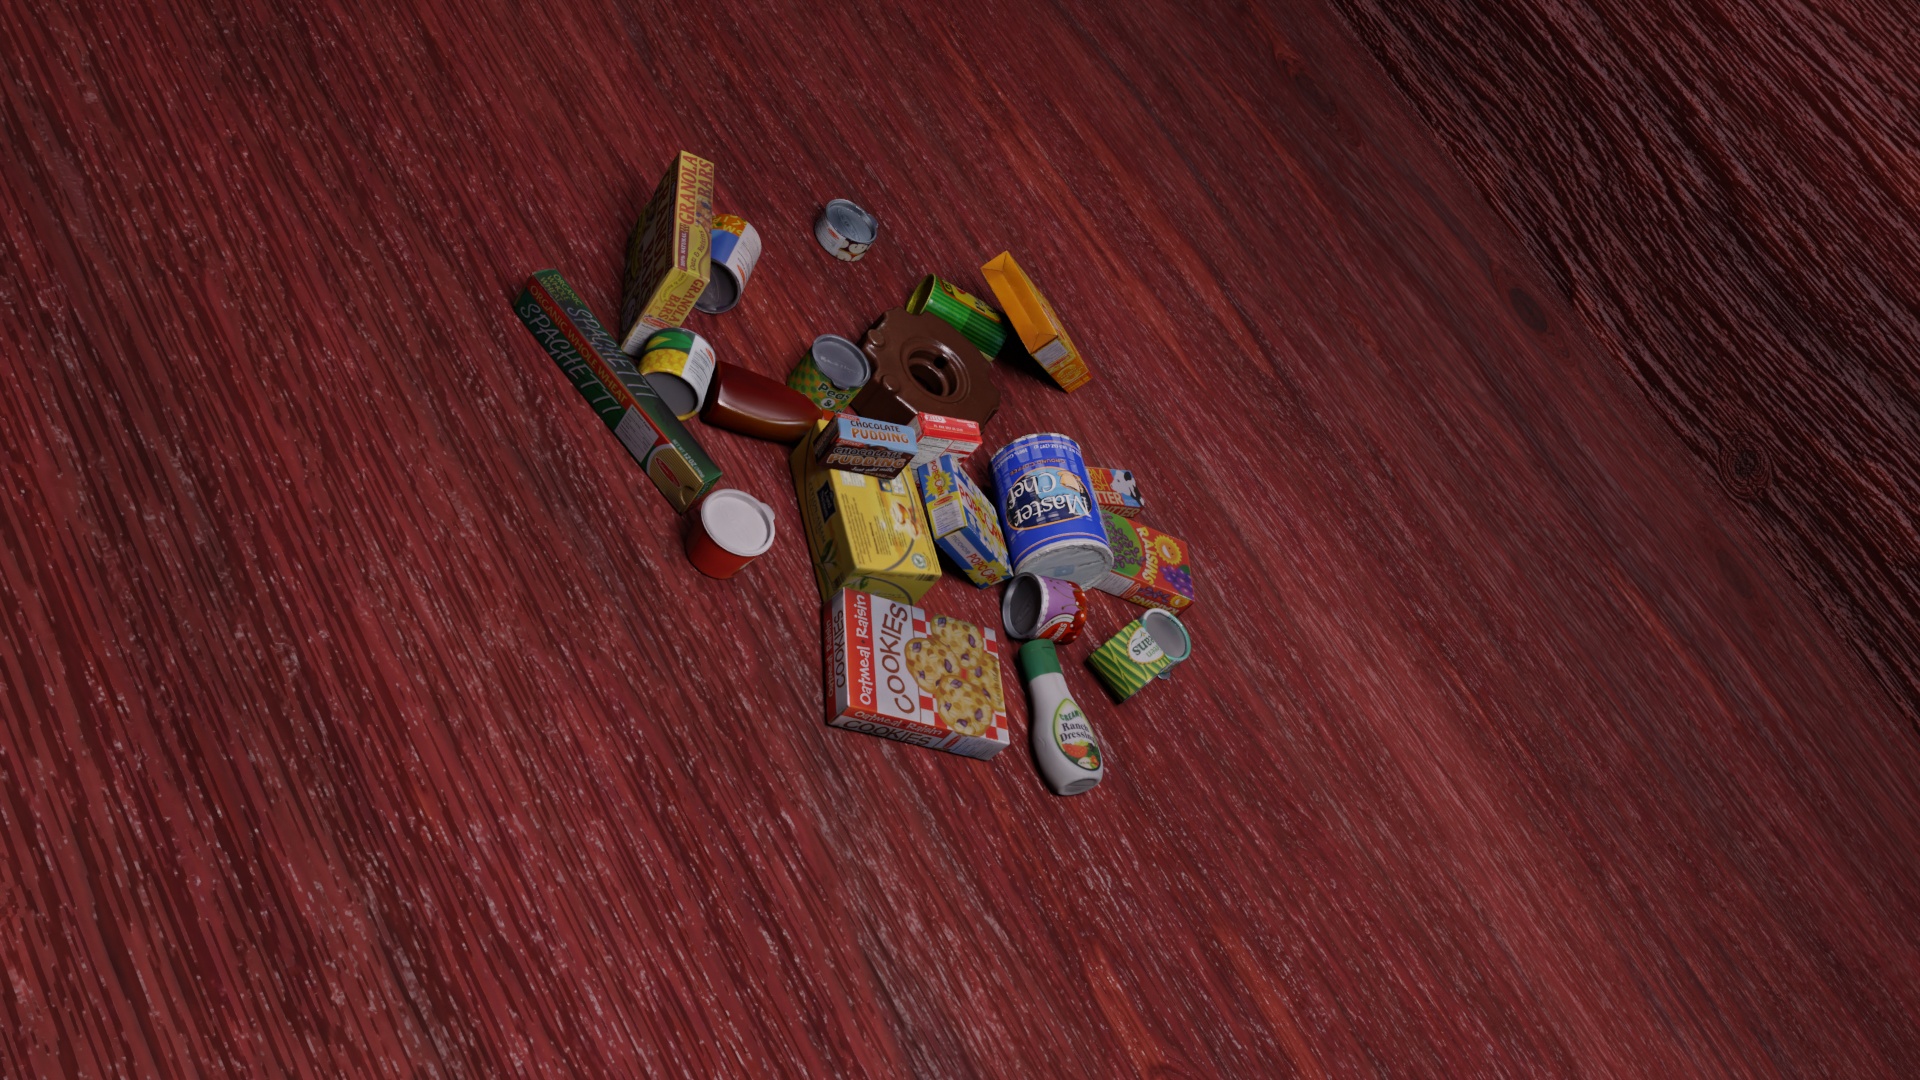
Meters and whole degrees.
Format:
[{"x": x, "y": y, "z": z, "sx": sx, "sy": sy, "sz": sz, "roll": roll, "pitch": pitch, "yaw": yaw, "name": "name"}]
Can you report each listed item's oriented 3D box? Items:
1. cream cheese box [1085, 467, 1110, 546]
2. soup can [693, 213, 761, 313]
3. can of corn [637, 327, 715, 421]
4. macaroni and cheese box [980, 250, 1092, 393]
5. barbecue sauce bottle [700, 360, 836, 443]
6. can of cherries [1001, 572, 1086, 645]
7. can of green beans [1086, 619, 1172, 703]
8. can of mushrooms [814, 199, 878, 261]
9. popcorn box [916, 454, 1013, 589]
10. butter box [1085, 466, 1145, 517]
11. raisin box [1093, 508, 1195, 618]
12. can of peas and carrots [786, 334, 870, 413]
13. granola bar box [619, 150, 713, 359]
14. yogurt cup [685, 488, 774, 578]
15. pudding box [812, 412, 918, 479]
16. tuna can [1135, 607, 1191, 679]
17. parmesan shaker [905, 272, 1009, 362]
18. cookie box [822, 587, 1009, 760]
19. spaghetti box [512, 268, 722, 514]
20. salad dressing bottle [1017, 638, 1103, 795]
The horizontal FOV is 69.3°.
[{"x": 0.125, "y": -0.025, "z": 1.494, "sx": 0.024, "sy": 0.053, "sz": 0.104, "roll": 14, "pitch": 49, "yaw": -35, "name": "cream cheese box"}, {"x": -0.245, "y": -0.279, "z": 1.394, "sx": 0.071, "sy": 0.071, "sz": 0.084, "roll": 30, "pitch": 42, "yaw": -17, "name": "soup can"}, {"x": -0.265, "y": -0.151, "z": 1.271, "sx": 0.071, "sy": 0.071, "sz": 0.058, "roll": 26, "pitch": 44, "yaw": -21, "name": "can of corn"}, {"x": 0.089, "y": -0.249, "z": 1.603, "sx": 0.124, "sy": 0.040, "sz": 0.166, "roll": 62, "pitch": 12, "yaw": 18, "name": "macaroni and cheese box"}, {"x": -0.174, "y": -0.123, "z": 1.337, "sx": 0.148, "sy": 0.043, "sz": 0.065, "roll": 17, "pitch": 48, "yaw": -29, "name": "barbecue sauce bottle"}, {"x": 0.083, "y": 0.070, "z": 1.371, "sx": 0.058, "sy": 0.071, "sz": 0.072, "roll": 13, "pitch": 50, "yaw": -34, "name": "can of cherries"}, {"x": 0.170, "y": 0.121, "z": 1.399, "sx": 0.058, "sy": 0.071, "sz": 0.071, "roll": 52, "pitch": 41, "yaw": 8, "name": "can of green beans"}, {"x": -0.128, "y": -0.351, "z": 1.573, "sx": 0.071, "sy": 0.033, "sz": 0.071, "roll": 22, "pitch": 45, "yaw": -24, "name": "can of mushrooms"}, {"x": 0.005, "y": -0.017, "z": 1.353, "sx": 0.126, "sy": 0.038, "sz": 0.085, "roll": 48, "pitch": 23, "yaw": -56, "name": "popcorn box"}, {"x": 0.158, "y": -0.056, "z": 1.570, "sx": 0.104, "sy": 0.024, "sz": 0.053, "roll": 3, "pitch": 55, "yaw": -39, "name": "butter box"}, {"x": 0.193, "y": 0.026, "z": 1.520, "sx": 0.123, "sy": 0.040, "sz": 0.086, "roll": 20, "pitch": 45, "yaw": -24, "name": "raisin box"}, {"x": -0.133, "y": -0.161, "z": 1.392, "sx": 0.071, "sy": 0.058, "sz": 0.071, "roll": 22, "pitch": 46, "yaw": -24, "name": "can of peas and carrots"}, {"x": -0.278, "y": -0.268, "z": 1.311, "sx": 0.039, "sy": 0.123, "sz": 0.166, "roll": 19, "pitch": 47, "yaw": -29, "name": "granola bar box"}, {"x": -0.203, "y": -0.003, "z": 1.205, "sx": 0.072, "sy": 0.053, "sz": 0.073, "roll": 22, "pitch": 45, "yaw": -24, "name": "yogurt cup"}, {"x": -0.086, "y": -0.086, "z": 1.270, "sx": 0.084, "sy": 0.049, "sz": 0.030, "roll": 9, "pitch": 53, "yaw": -32, "name": "pudding box"}, {"x": 0.210, "y": 0.109, "z": 1.468, "sx": 0.071, "sy": 0.032, "sz": 0.071, "roll": 22, "pitch": 45, "yaw": -24, "name": "tuna can"}, {"x": -0.005, "y": -0.249, "z": 1.567, "sx": 0.103, "sy": 0.071, "sz": 0.072, "roll": 25, "pitch": 44, "yaw": -22, "name": "parmesan shaker"}, {"x": -0.041, "y": 0.121, "z": 1.246, "sx": 0.167, "sy": 0.040, "sz": 0.123, "roll": 18, "pitch": 47, "yaw": -29, "name": "cookie box"}, {"x": -0.306, "y": -0.134, "z": 1.233, "sx": 0.250, "sy": 0.050, "sz": 0.029, "roll": 50, "pitch": 39, "yaw": 7, "name": "spaghetti box"}, {"x": 0.090, "y": 0.165, "z": 1.314, "sx": 0.064, "sy": 0.043, "sz": 0.148, "roll": 8, "pitch": 52, "yaw": -37, "name": "salad dressing bottle"}]
